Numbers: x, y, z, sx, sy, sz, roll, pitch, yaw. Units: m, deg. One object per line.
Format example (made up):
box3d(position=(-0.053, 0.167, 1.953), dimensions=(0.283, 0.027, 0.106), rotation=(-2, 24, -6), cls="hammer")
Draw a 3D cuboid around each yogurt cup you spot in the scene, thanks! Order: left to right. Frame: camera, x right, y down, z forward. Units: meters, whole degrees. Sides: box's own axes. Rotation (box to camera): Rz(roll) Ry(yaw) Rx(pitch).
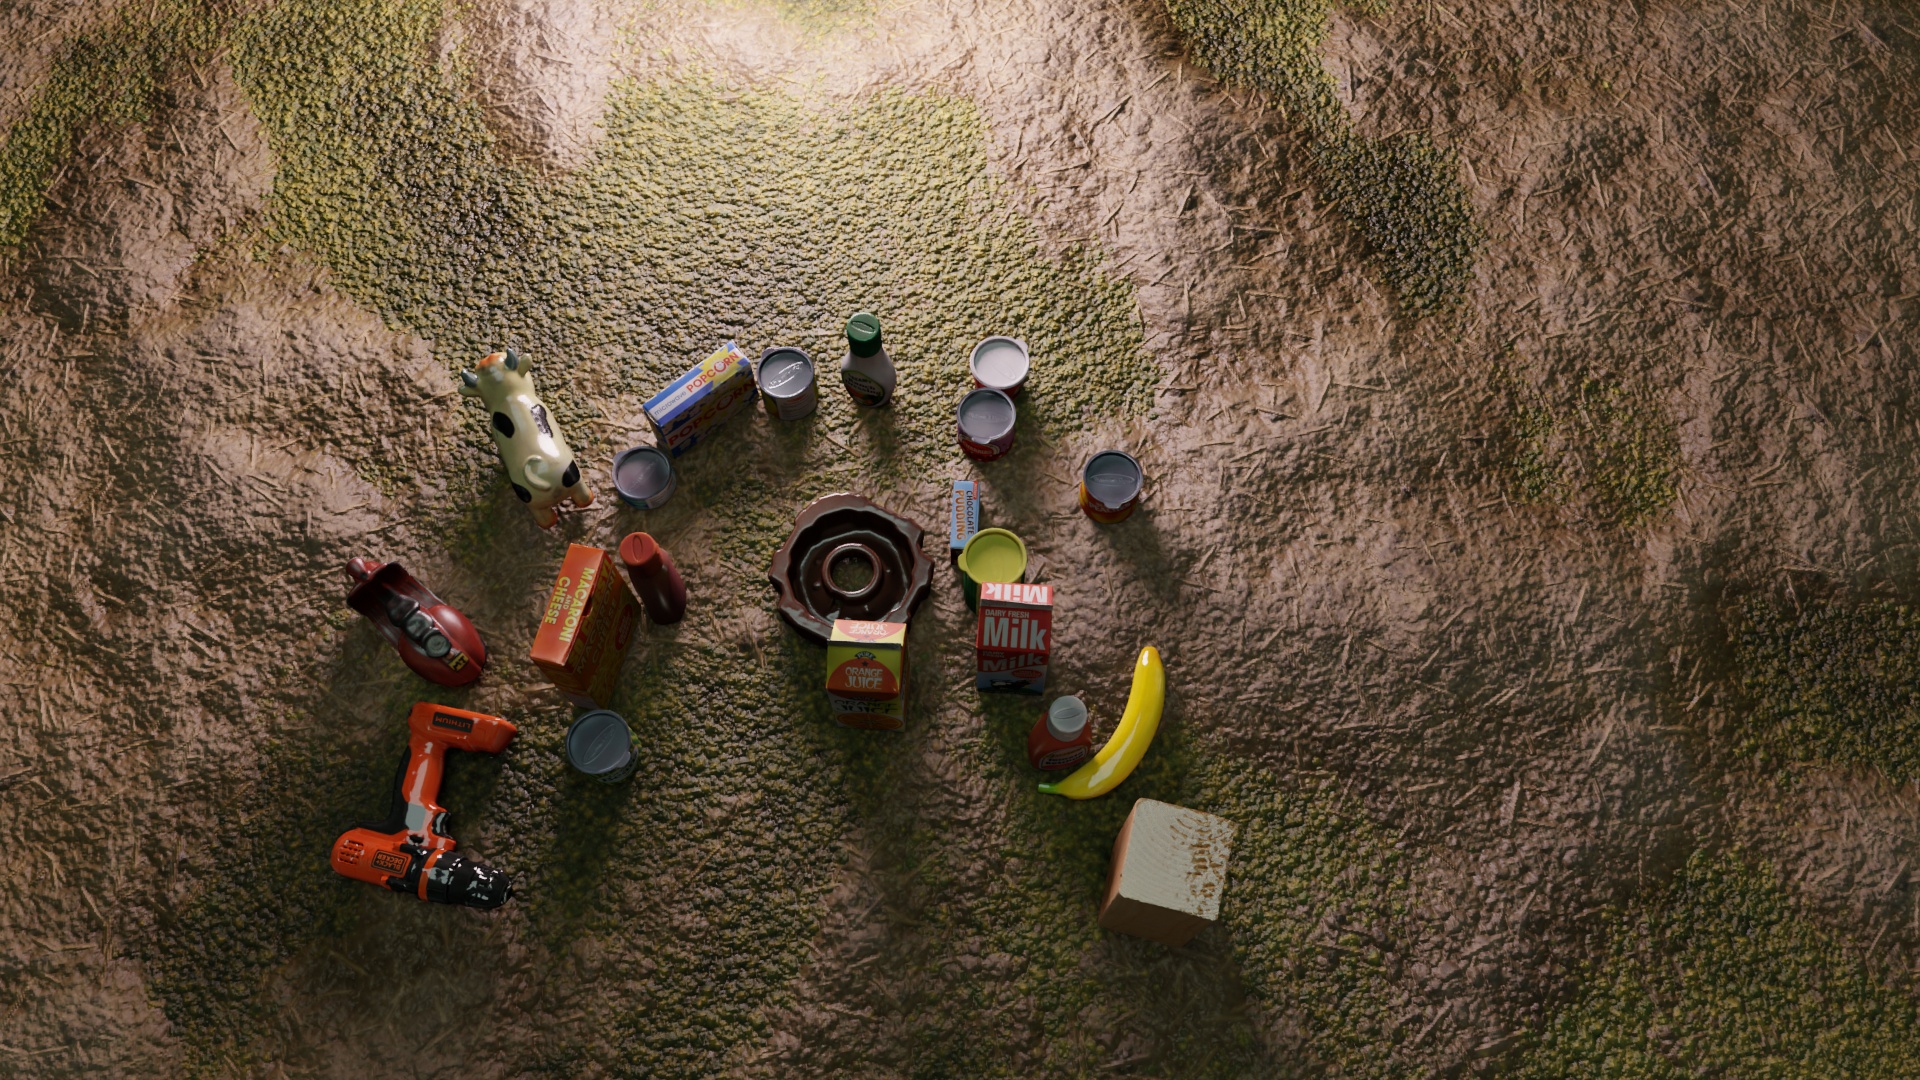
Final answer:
box3d(position=(0.045, -0.192, 1.592), dimensions=(0.072, 0.053, 0.072), rotation=(0, 67, 0), cls="yogurt cup")

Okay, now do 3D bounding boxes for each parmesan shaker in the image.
box3d(position=(0.033, 0.037, 1.469), dimensions=(0.071, 0.102, 0.071), rotation=(0, 68, 0), cls="parmesan shaker")

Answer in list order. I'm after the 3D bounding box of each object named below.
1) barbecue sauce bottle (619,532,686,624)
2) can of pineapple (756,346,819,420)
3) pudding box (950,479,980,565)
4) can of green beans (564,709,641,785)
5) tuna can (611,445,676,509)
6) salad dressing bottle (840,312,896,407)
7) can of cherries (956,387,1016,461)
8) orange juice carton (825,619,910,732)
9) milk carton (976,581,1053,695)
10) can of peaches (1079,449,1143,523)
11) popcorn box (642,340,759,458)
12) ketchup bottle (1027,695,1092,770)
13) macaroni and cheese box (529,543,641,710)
box3d(position=(-0.319, 0.036, 1.443), dimensions=(0.044, 0.148, 0.065), rotation=(-8, 68, -3), cls="barbecue sauce bottle")
box3d(position=(-0.197, -0.180, 1.584), dimensions=(0.071, 0.057, 0.071), rotation=(0, 67, 0), cls="can of pineapple")
box3d(position=(0.005, -0.019, 1.521), dimensions=(0.030, 0.049, 0.084), rotation=(3, 67, 1), cls="pudding box")
box3d(position=(-0.363, 0.212, 1.418), dimensions=(0.071, 0.057, 0.071), rotation=(0, 67, 0), cls="can of green beans")
box3d(position=(-0.355, -0.071, 1.550), dimensions=(0.071, 0.032, 0.071), rotation=(0, 67, 0), cls="tuna can")
box3d(position=(-0.104, -0.200, 1.544), dimensions=(0.064, 0.147, 0.044), rotation=(22, 69, 9), cls="salad dressing bottle")
box3d(position=(0.028, -0.128, 1.562), dimensions=(0.071, 0.058, 0.072), rotation=(0, 67, 0), cls="can of cherries")
box3d(position=(-0.090, 0.130, 1.381), dimensions=(0.072, 0.192, 0.073), rotation=(4, 68, 2), cls="orange juice carton")
box3d(position=(0.054, 0.094, 1.398), dimensions=(0.072, 0.189, 0.074), rotation=(4, 68, 2), cls="milk carton")
box3d(position=(0.165, -0.056, 1.533), dimensions=(0.071, 0.058, 0.071), rotation=(0, 67, 0), cls="can of peaches")
box3d(position=(-0.290, -0.157, 1.559), dimensions=(0.127, 0.085, 0.038), rotation=(-39, 73, -15), cls="popcorn box")
box3d(position=(0.101, 0.190, 1.380), dimensions=(0.065, 0.148, 0.043), rotation=(-12, 68, -5), cls="ketchup bottle")
box3d(position=(-0.376, 0.091, 1.410), dimensions=(0.040, 0.165, 0.124), rotation=(12, 68, 5), cls="macaroni and cheese box")
